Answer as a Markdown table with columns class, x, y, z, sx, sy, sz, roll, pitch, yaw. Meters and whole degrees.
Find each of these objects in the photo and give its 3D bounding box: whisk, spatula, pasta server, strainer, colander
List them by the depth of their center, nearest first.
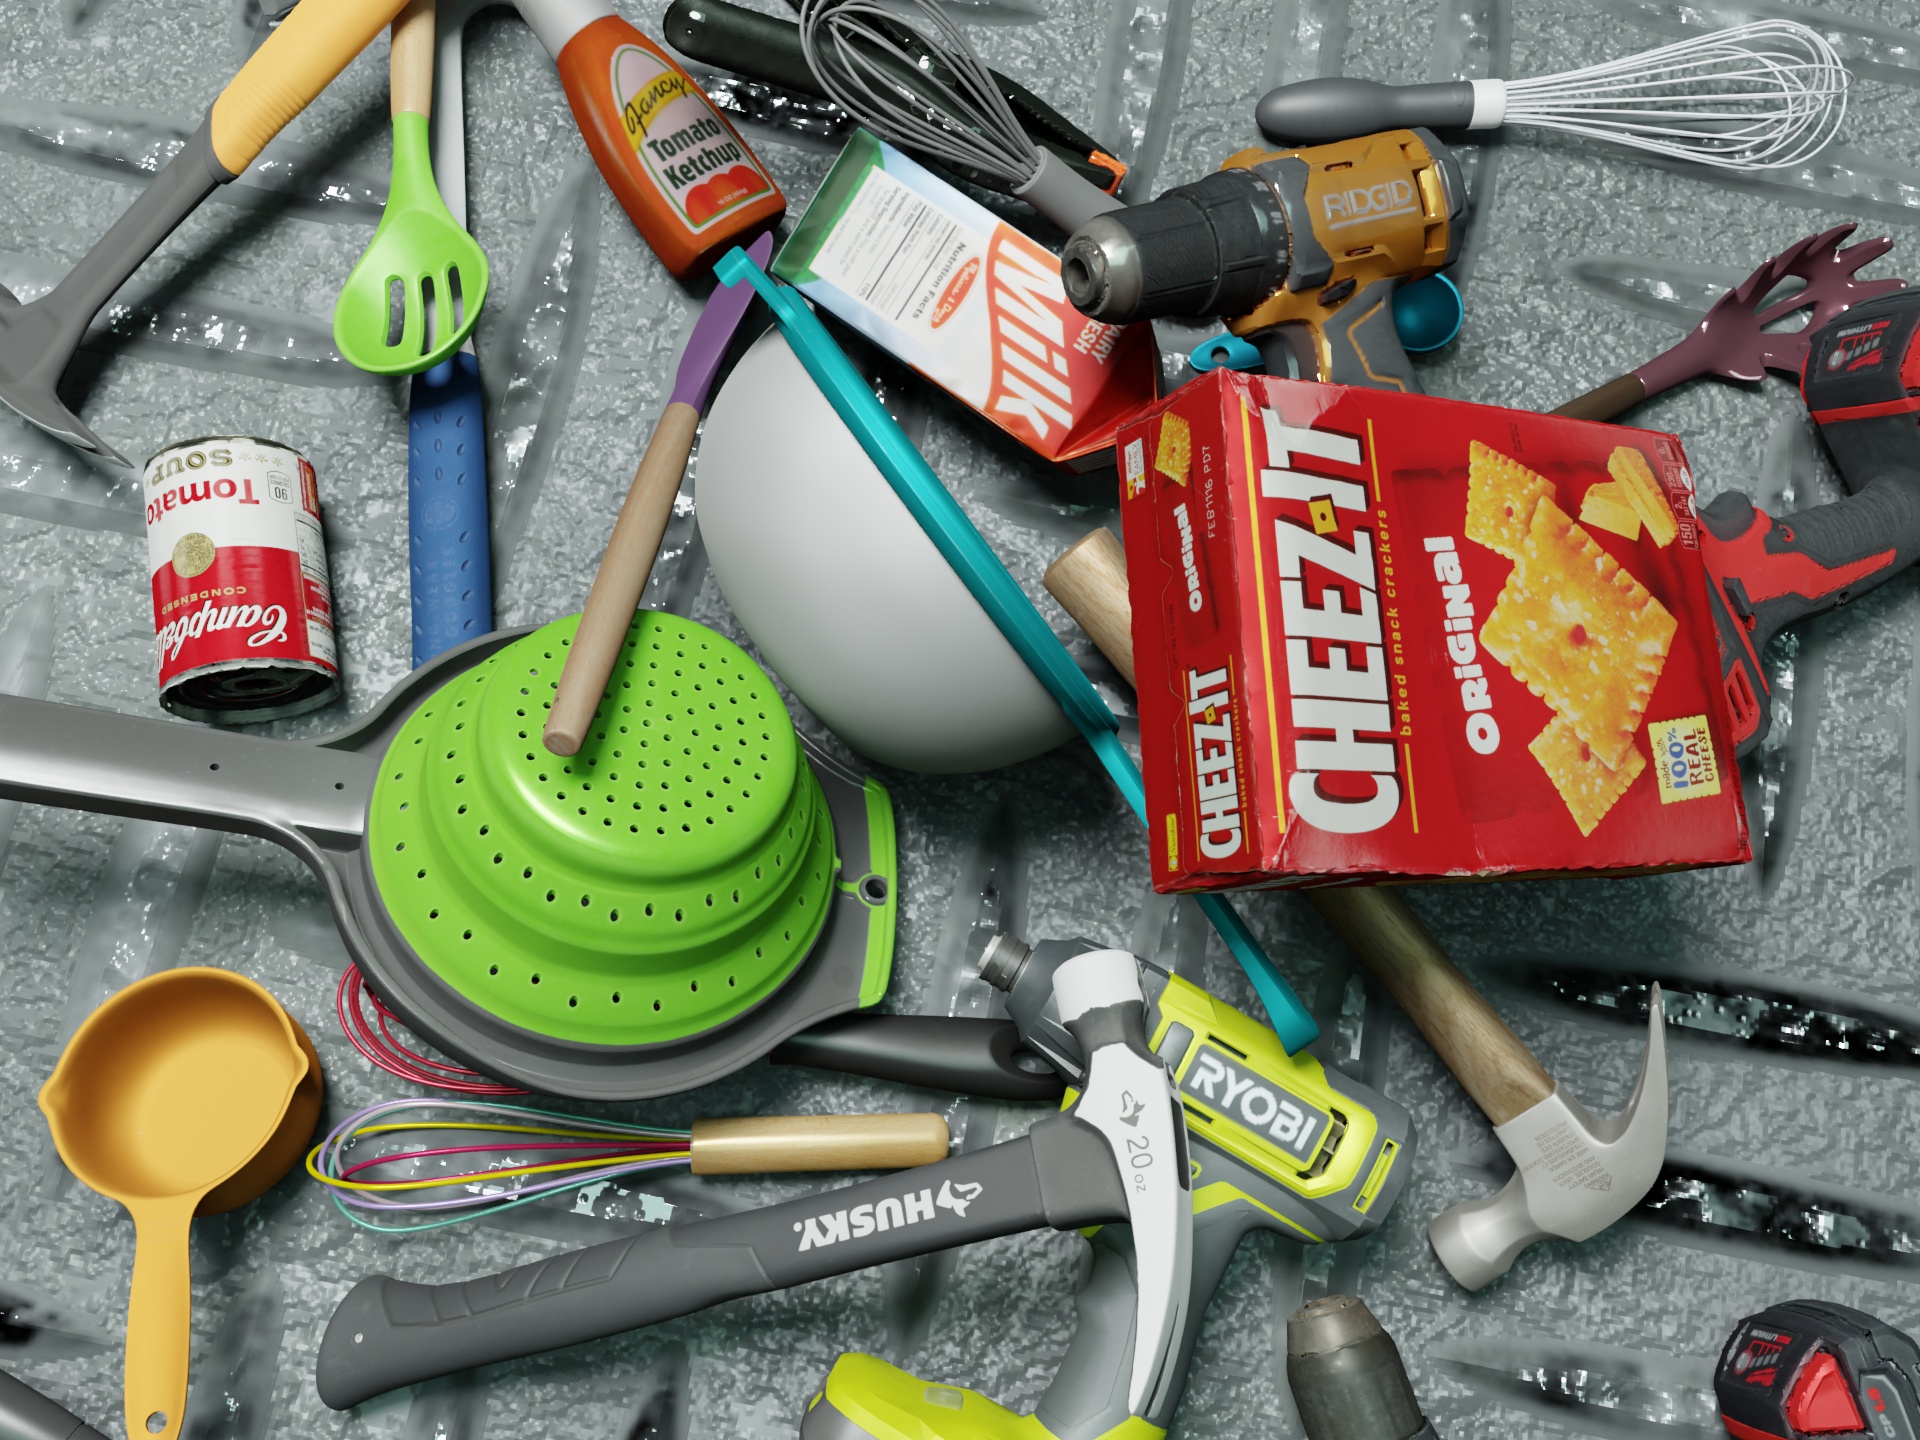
| class | x | y | z | sx | sy | sz | roll | pitch | yaw |
| --- | --- | --- | --- | --- | --- | --- | --- | --- | --- |
| colander | -0.200 | 0.012 | 0.562 | 0.397 | 0.094 | 0.205 | 11 | 53 | -16 |
| strainer | -0.001 | -0.002 | 0.599 | 0.095 | 0.211 | 0.340 | -35 | 79 | 5 |
| spatula | -0.112 | -0.104 | 0.617 | 0.018 | 0.059 | 0.316 | 35 | 39 | -25 |
| whisk | -0.126 | 0.169 | 0.617 | 0.245 | 0.047 | 0.051 | 0 | 73 | -7 |
| whisk | -0.092 | 0.121 | 0.626 | 0.295 | 0.073 | 0.073 | 8 | 74 | -7 |
| whisk | 0.031 | -0.238 | 0.681 | 0.238 | 0.055 | 0.055 | 26 | 71 | -35 |
| pasta server | 0.292 | -0.142 | 0.730 | 0.316 | 0.040 | 0.060 | -27 | 100 | -9 |
| whisk | 0.284 | -0.299 | 0.767 | 0.284 | 0.070 | 0.070 | -2 | 75 | 1 |

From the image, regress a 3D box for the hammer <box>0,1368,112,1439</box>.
| class | x | y | z | sx | sy | sz | roll | pitch | yaw |
| --- | --- | --- | --- | --- | --- | --- | --- | --- | --- |
| hammer | -0.317 | 0.261 | 0.561 | 0.331 | 0.033 | 0.128 | 31 | 82 | -3 |

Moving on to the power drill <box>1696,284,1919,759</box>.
| class | x | y | z | sx | sy | sz | roll | pitch | yaw |
| --- | --- | --- | --- | --- | --- | --- | --- | --- | --- |
| power drill | 0.351 | -0.089 | 0.683 | 0.219 | 0.078 | 0.143 | -34 | 101 | -9 |

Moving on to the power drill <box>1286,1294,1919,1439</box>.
| class | x | y | z | sx | sy | sz | roll | pitch | yaw |
| --- | --- | --- | --- | --- | --- | --- | --- | --- | --- |
| power drill | 0.242 | 0.285 | 0.591 | 0.226 | 0.080 | 0.188 | -17 | 76 | -5 |

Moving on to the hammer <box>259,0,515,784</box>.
| class | x | y | z | sx | sy | sz | roll | pitch | yaw |
| --- | --- | --- | --- | --- | --- | --- | --- | --- | --- |
| hammer | -0.235 | -0.170 | 0.707 | 0.144 | 0.035 | 0.406 | -5 | 75 | -5 |

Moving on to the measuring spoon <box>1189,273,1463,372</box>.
| class | x | y | z | sx | sy | sz | roll | pitch | yaw |
| --- | --- | --- | --- | --- | --- | --- | --- | --- | --- |
| measuring spoon | 0.170 | -0.179 | 0.747 | 0.128 | 0.021 | 0.042 | -12 | 76 | 3 |

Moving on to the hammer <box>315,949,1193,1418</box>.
| class | x | y | z | sx | sy | sz | roll | pitch | yaw |
| --- | --- | --- | --- | --- | --- | --- | --- | --- | --- |
| hammer | -0.080 | 0.194 | 0.559 | 0.335 | 0.035 | 0.146 | -18 | 61 | 13 |

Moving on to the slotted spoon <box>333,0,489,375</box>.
| class | x | y | z | sx | sy | sz | roll | pitch | yaw |
| --- | --- | --- | --- | --- | --- | --- | --- | --- | --- |
| slotted spoon | -0.242 | -0.288 | 0.707 | 0.070 | 0.031 | 0.314 | -8 | 73 | 9 |

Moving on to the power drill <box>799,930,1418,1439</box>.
| class | x | y | z | sx | sy | sz | roll | pitch | yaw |
| --- | --- | --- | --- | --- | --- | --- | --- | --- | --- |
| power drill | 0.042 | 0.201 | 0.587 | 0.171 | 0.080 | 0.223 | 30 | 81 | 5 |

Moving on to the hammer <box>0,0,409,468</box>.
| class | x | y | z | sx | sy | sz | roll | pitch | yaw |
| --- | --- | --- | --- | --- | --- | --- | --- | --- | --- |
| hammer | -0.297 | -0.264 | 0.683 | 0.127 | 0.034 | 0.337 | 39 | 87 | 24 |

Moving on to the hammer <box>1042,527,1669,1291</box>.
| class | x | y | z | sx | sy | sz | roll | pitch | yaw |
| --- | --- | --- | --- | --- | --- | --- | --- | --- | --- |
| hammer | 0.149 | 0.058 | 0.626 | 0.130 | 0.031 | 0.331 | -41 | 82 | 22 |

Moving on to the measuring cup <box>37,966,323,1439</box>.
| class | x | y | z | sx | sy | sz | roll | pitch | yaw |
| --- | --- | --- | --- | --- | --- | --- | --- | --- | --- |
| measuring cup | -0.283 | 0.181 | 0.586 | 0.095 | 0.052 | 0.174 | -6 | 65 | -6 |

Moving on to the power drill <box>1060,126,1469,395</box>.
| class | x | y | z | sx | sy | sz | roll | pitch | yaw |
| --- | --- | --- | --- | --- | --- | --- | --- | --- | --- |
| power drill | 0.142 | -0.115 | 0.637 | 0.185 | 0.084 | 0.226 | -19 | 97 | -28 |
